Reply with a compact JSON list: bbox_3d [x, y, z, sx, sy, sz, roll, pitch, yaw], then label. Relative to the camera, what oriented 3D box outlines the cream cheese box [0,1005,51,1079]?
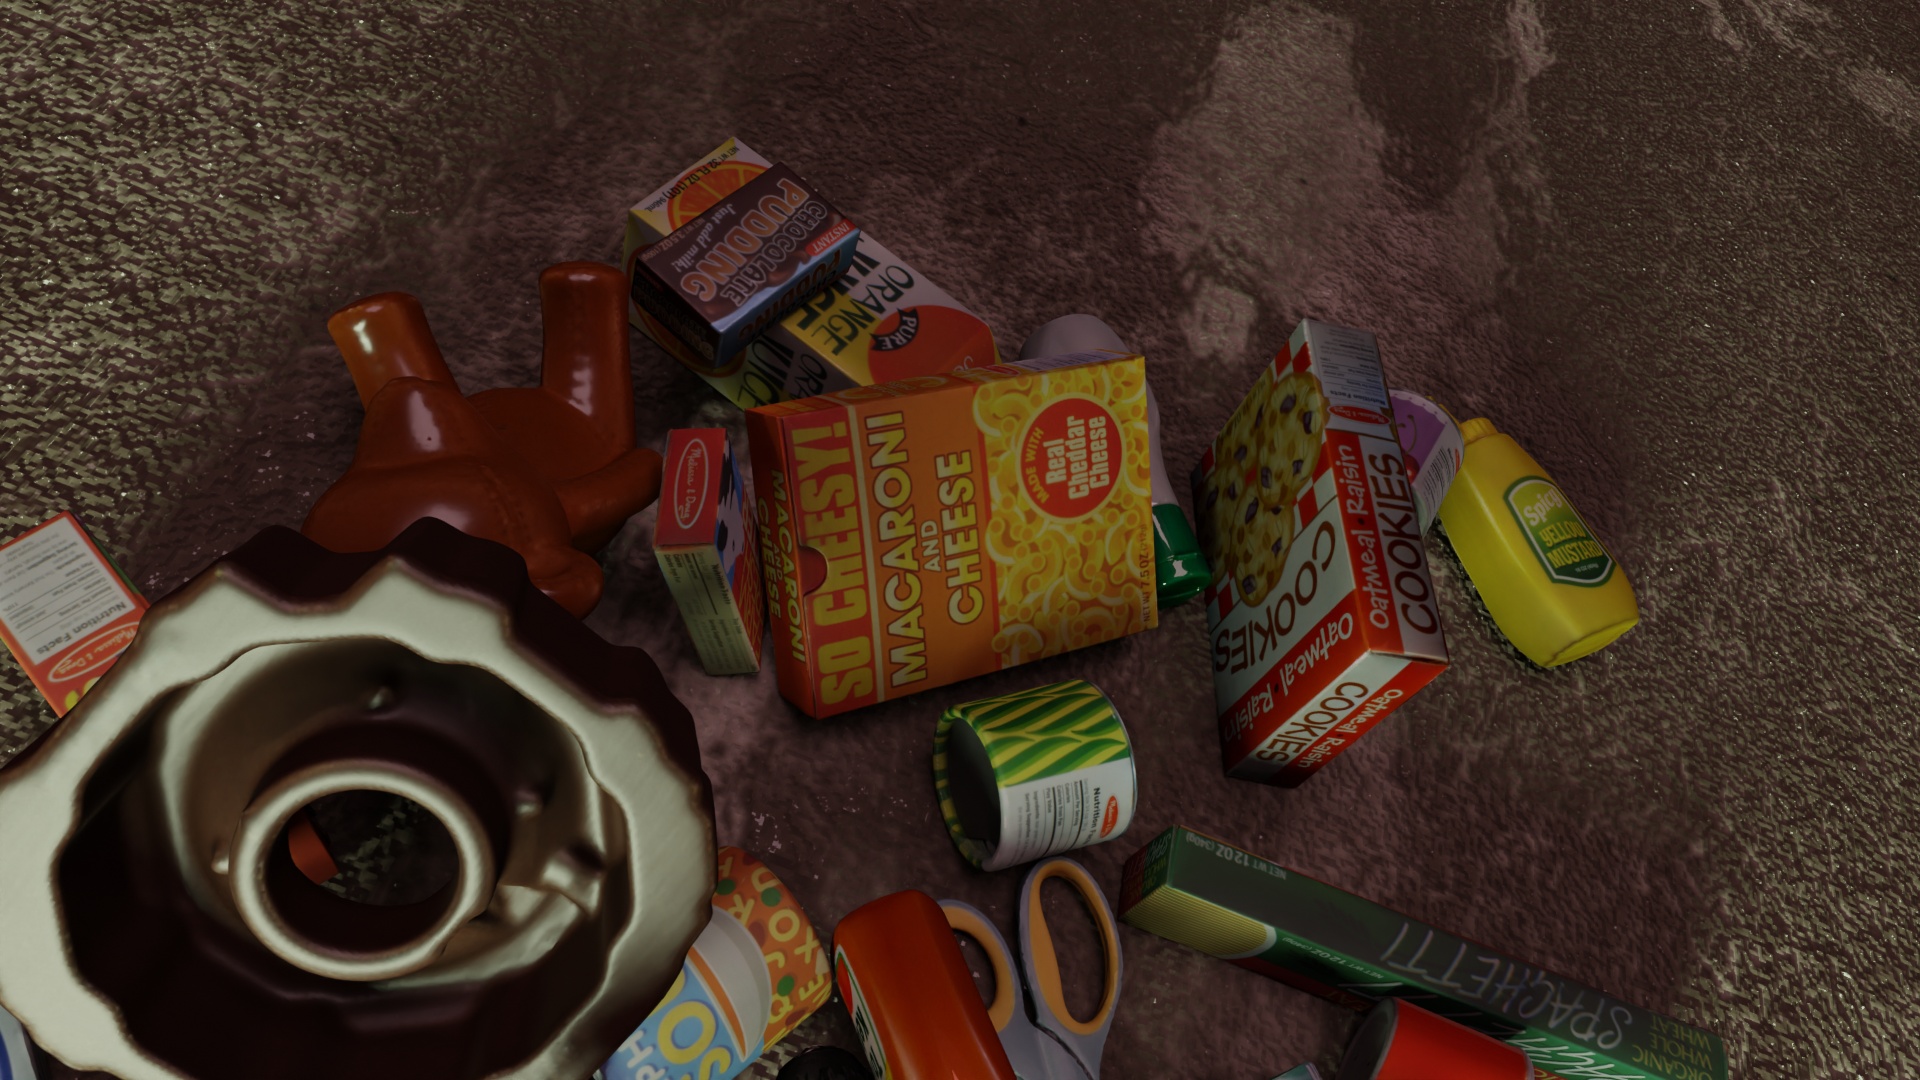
[{"bbox_3d":[-0.301,0.162,0.408,0.053,0.024,0.104,-20,67,-31],"label":"cream cheese box"}]

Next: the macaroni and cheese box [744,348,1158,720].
[{"bbox_3d":[0.002,-0.007,0.576,0.167,0.040,0.123,-13,106,-27],"label":"macaroni and cheese box"}]

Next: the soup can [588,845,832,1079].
[{"bbox_3d":[-0.094,0.151,0.462,0.084,0.071,0.071,-32,74,-34],"label":"soup can"}]

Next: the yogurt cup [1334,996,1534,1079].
[{"bbox_3d":[0.176,0.211,0.528,0.054,0.072,0.073,29,53,9],"label":"yogurt cup"}]

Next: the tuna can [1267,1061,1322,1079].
[{"bbox_3d":[0.106,0.214,0.495,0.071,0.070,0.033,-13,63,-27],"label":"tuna can"}]

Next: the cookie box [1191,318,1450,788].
[{"bbox_3d":[0.152,0.007,0.614,0.040,0.122,0.168,9,56,-14],"label":"cookie box"}]

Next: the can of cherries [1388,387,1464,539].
[{"bbox_3d":[0.209,-0.034,0.700,0.071,0.071,0.059,36,54,5],"label":"can of cherries"}]

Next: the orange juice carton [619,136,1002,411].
[{"bbox_3d":[-0.058,-0.089,0.631,0.193,0.072,0.072,38,55,6],"label":"orange juice carton"}]

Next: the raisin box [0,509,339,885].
[{"bbox_3d":[-0.259,0.061,0.451,0.040,0.085,0.123,-37,76,-29],"label":"raisin box"}]

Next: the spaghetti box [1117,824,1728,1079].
[{"bbox_3d":[0.187,0.177,0.561,0.250,0.050,0.029,22,55,-6],"label":"spaghetti box"}]

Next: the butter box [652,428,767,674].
[{"bbox_3d":[-0.095,0.007,0.537,0.024,0.103,0.053,-1,58,2],"label":"butter box"}]

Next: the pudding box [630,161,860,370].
[{"bbox_3d":[-0.087,-0.113,0.572,0.050,0.030,0.084,43,61,8],"label":"pudding box"}]

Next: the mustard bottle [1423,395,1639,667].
[{"bbox_3d":[0.283,-0.014,0.722,0.065,0.048,0.161,-13,64,-28],"label":"mustard bottle"}]

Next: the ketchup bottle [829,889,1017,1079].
[{"bbox_3d":[0.002,0.188,0.441,0.043,0.064,0.149,-20,48,-11],"label":"ketchup bottle"}]

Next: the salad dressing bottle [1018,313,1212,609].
[{"bbox_3d":[0.074,-0.038,0.666,0.064,0.043,0.148,-8,63,-27],"label":"salad dressing bottle"}]

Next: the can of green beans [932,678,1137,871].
[{"bbox_3d":[0.028,0.092,0.548,0.058,0.071,0.071,-9,62,-24],"label":"can of green beans"}]
